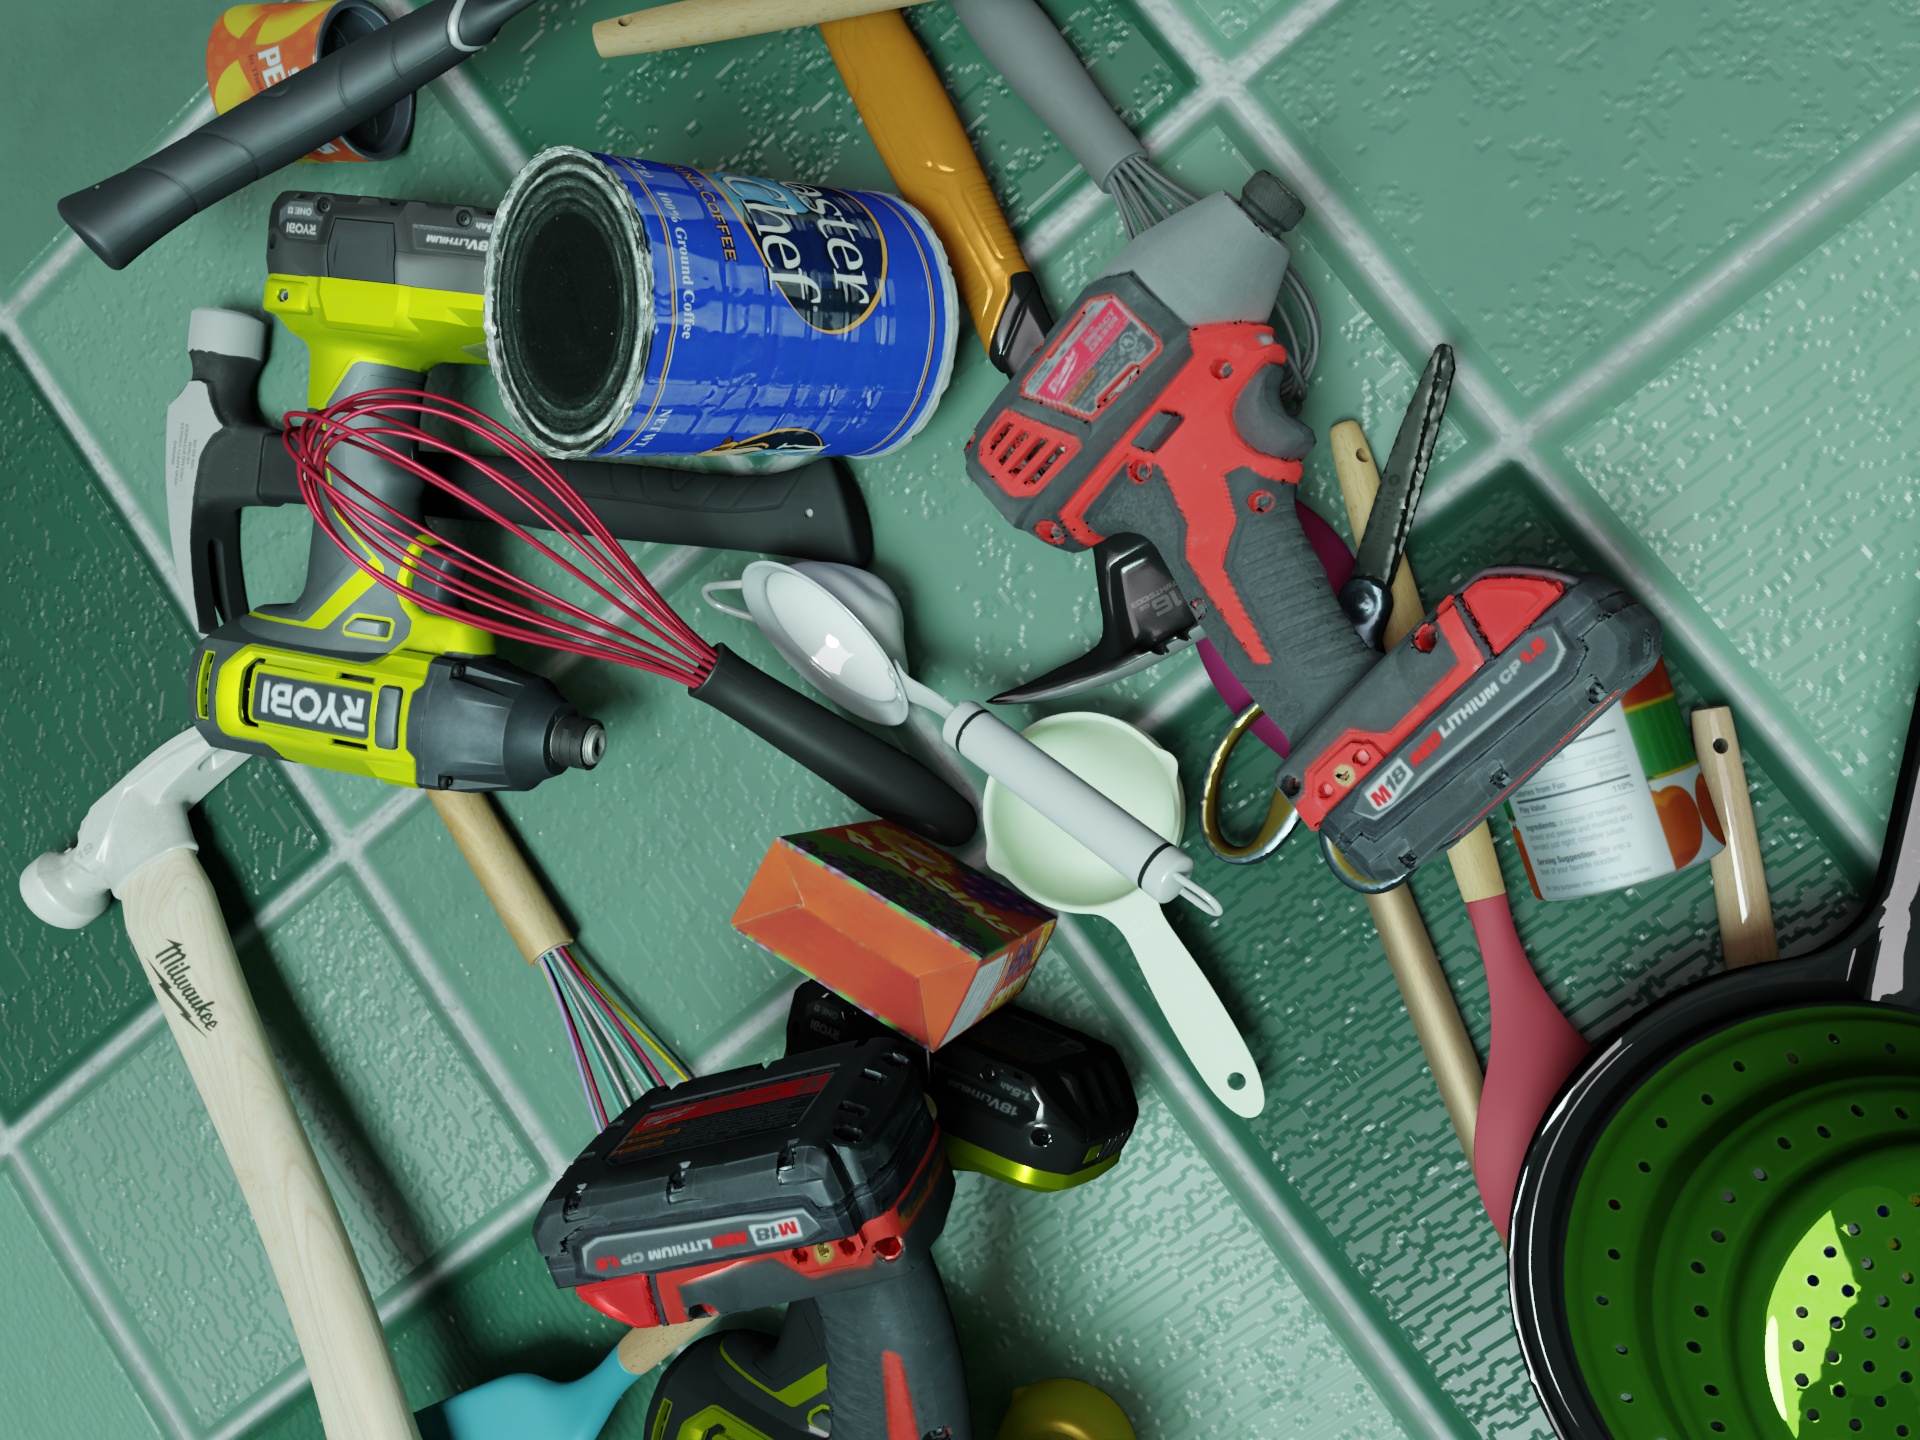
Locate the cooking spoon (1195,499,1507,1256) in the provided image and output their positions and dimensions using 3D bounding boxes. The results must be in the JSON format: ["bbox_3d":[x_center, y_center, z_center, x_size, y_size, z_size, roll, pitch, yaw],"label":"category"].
[{"bbox_3d":[0.160,0.065,0.595,0.069,0.017,0.319,-22,84,15],"label":"cooking spoon"}]

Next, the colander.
[{"bbox_3d":[0.292,0.094,0.465,0.204,0.094,0.397,14,86,11],"label":"colander"}]

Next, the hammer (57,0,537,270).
[{"bbox_3d":[-0.173,-0.285,0.615,0.409,0.036,0.149,-26,48,6],"label":"hammer"}]

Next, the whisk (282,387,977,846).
[{"bbox_3d":[-0.111,-0.029,0.588,0.295,0.073,0.073,33,101,-22],"label":"whisk"}]

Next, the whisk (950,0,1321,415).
[{"bbox_3d":[0.060,-0.211,0.608,0.055,0.055,0.239,-37,76,13],"label":"whisk"}]

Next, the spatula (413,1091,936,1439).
[{"bbox_3d":[-0.116,0.231,0.595,0.317,0.044,0.082,-46,62,26],"label":"spatula"}]

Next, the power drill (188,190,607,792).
[{"bbox_3d":[-0.211,-0.085,0.636,0.171,0.080,0.223,9,95,14],"label":"power drill"}]

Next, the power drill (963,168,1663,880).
[{"bbox_3d":[0.112,-0.068,0.523,0.220,0.078,0.143,49,114,18],"label":"power drill"}]

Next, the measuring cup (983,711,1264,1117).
[{"bbox_3d":[0.072,0.073,0.612,0.083,0.038,0.167,-31,84,14],"label":"measuring cup"}]

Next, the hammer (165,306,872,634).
[{"bbox_3d":[-0.198,-0.094,0.687,0.335,0.035,0.146,7,92,15],"label":"hammer"}]

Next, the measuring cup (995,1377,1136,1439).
[{"bbox_3d":[0.007,0.328,0.633,0.062,0.029,0.156,45,99,11],"label":"measuring cup"}]

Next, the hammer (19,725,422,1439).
[{"bbox_3d":[-0.278,0.190,0.667,0.146,0.038,0.411,-36,69,12],"label":"hammer"}]

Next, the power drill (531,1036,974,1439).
[{"bbox_3d":[-0.058,0.235,0.524,0.188,0.080,0.226,-17,100,19],"label":"power drill"}]

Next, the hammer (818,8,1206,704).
[{"bbox_3d":[0.004,-0.173,0.626,0.127,0.034,0.337,-28,81,21],"label":"hammer"}]

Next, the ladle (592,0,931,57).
[{"bbox_3d":[0.015,-0.291,0.589,0.320,0.062,0.078,-8,62,6],"label":"ladle"}]

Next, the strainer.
[{"bbox_3d":[-0.001,-0.002,0.593,0.050,0.086,0.259,-42,56,-18],"label":"strainer"}]

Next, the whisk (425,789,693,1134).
[{"bbox_3d":[-0.166,0.119,0.676,0.047,0.051,0.245,-39,78,18],"label":"whisk"}]

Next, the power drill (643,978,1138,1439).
[{"bbox_3d":[-0.013,0.225,0.602,0.191,0.080,0.228,17,96,28],"label":"power drill"}]

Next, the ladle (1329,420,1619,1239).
[{"bbox_3d":[0.184,0.039,0.581,0.069,0.031,0.315,-12,82,-19],"label":"ladle"}]

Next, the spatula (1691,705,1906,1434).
[{"bbox_3d":[0.288,0.152,0.561,0.060,0.018,0.316,-9,89,13],"label":"spatula"}]
